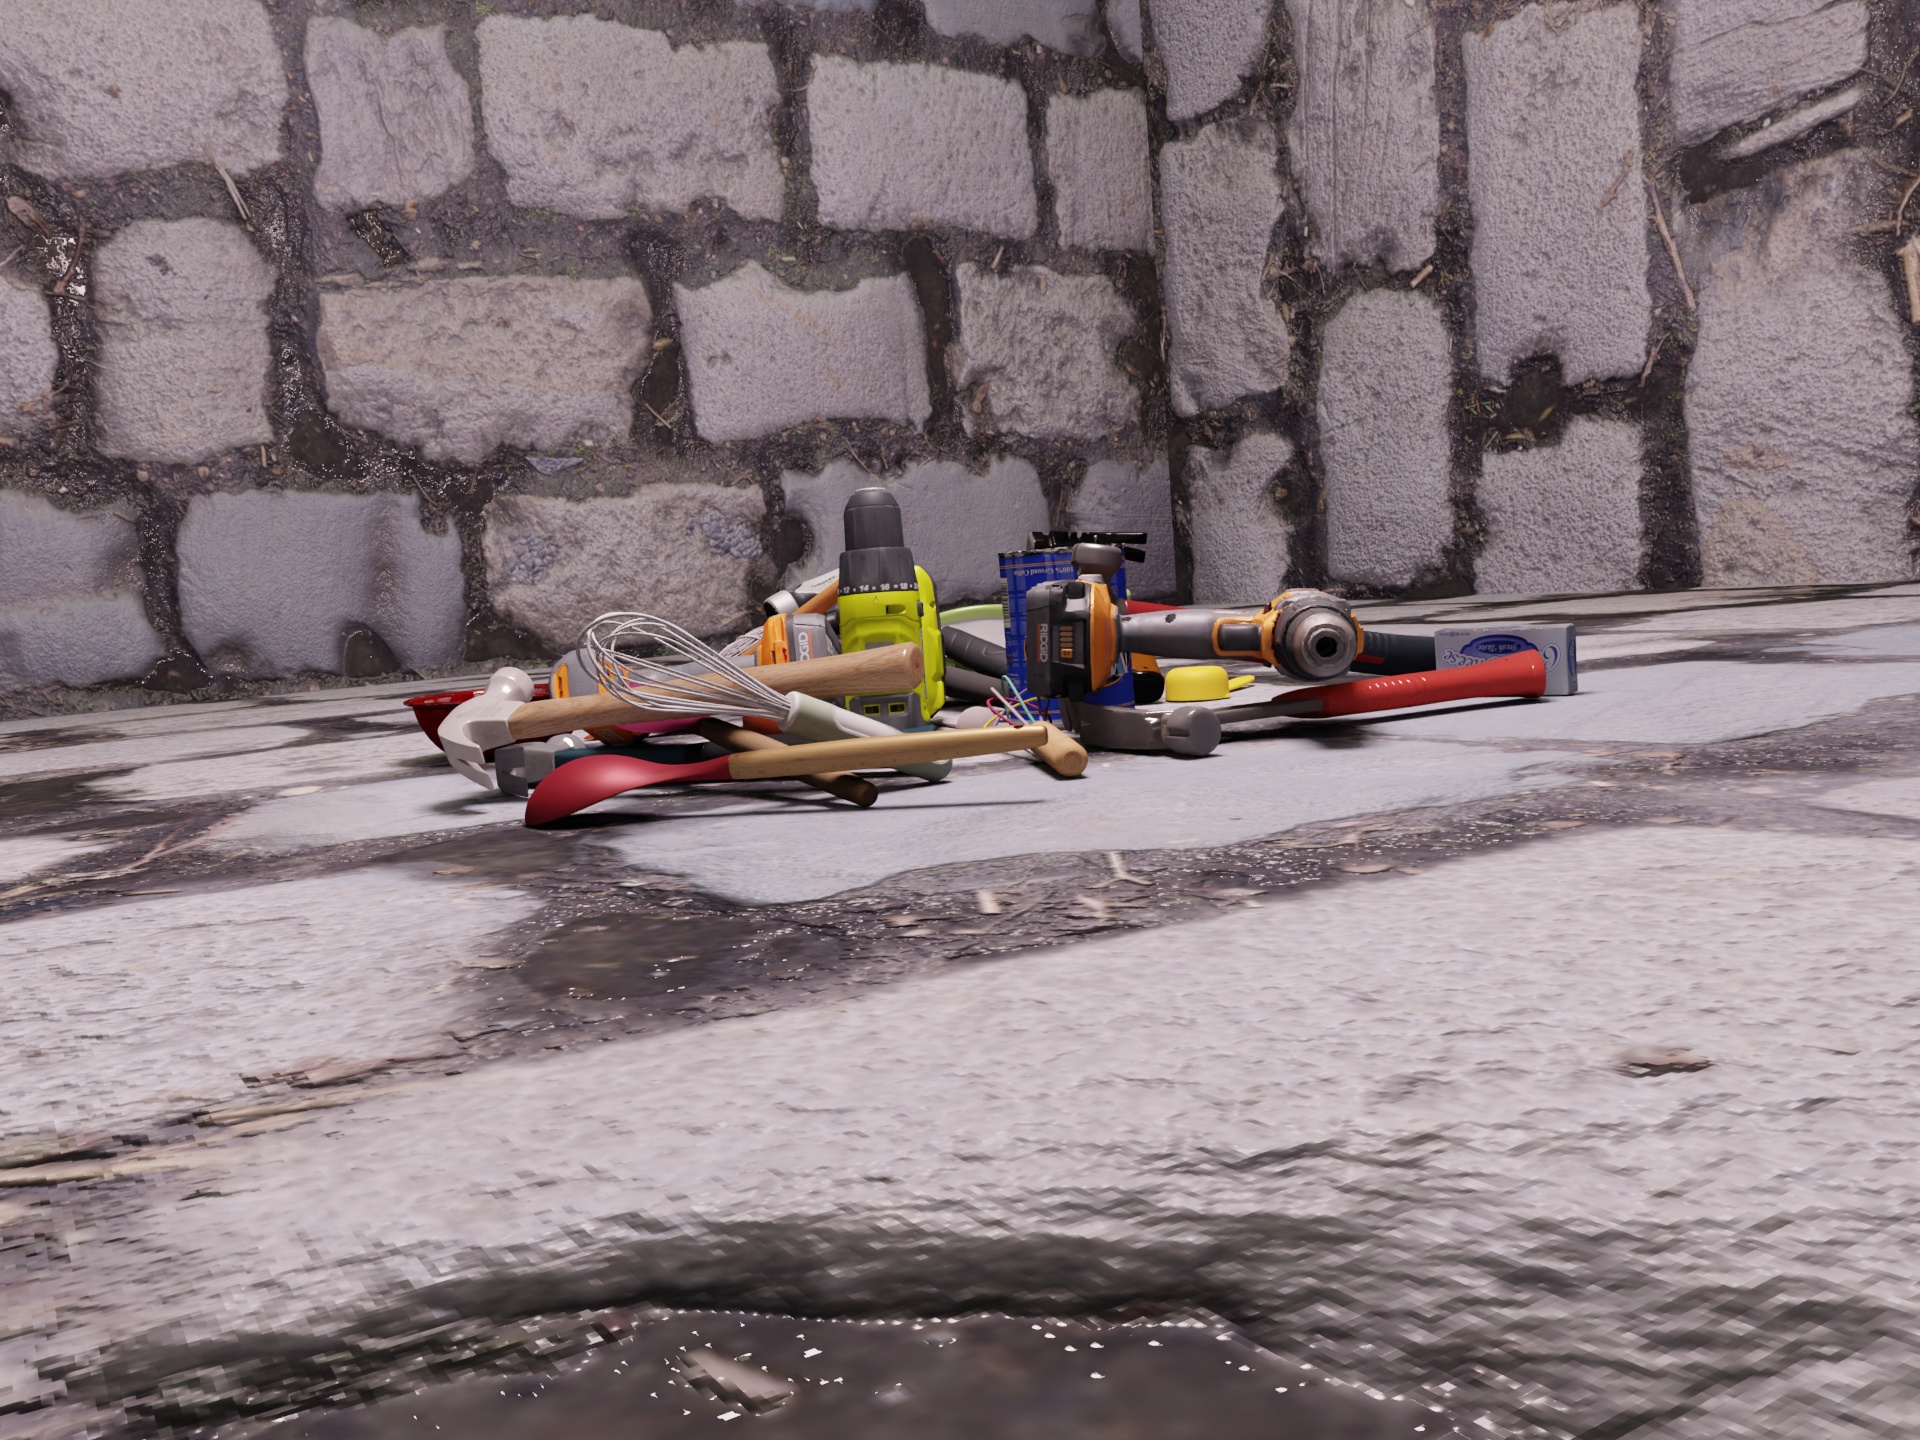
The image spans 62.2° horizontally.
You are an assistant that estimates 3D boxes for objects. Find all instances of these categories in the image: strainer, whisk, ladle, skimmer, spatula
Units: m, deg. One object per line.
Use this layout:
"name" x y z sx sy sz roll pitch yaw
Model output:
"strainer" 0.064 -0.072 1.579 0.256 0.069 0.152 -18 25 -27
"whisk" -0.107 -0.009 0.926 0.246 0.058 0.059 20 -52 -30
"ladle" -0.105 0.025 0.906 0.315 0.031 0.069 -6 20 13
"skimmer" -0.086 -0.023 1.439 0.363 0.090 0.127 13 28 35
"whisk" 0.053 0.005 1.066 0.047 0.051 0.245 1 8 -8
"spatula" -0.206 -0.051 1.418 0.322 0.041 0.081 -35 -11 28

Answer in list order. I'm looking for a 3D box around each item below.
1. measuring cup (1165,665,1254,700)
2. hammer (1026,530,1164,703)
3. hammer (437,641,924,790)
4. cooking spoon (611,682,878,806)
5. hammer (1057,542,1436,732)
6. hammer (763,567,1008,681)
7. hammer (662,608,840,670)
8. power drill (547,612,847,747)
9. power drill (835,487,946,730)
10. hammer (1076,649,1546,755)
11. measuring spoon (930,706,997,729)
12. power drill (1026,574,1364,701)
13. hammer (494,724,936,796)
"measuring cup" 0.234 -0.040 1.447 0.062 0.029 0.156 -1 8 31
"hammer" 0.151 -0.107 1.531 0.127 0.034 0.337 0 29 -7
"hammer" -0.184 -0.013 1.019 0.331 0.031 0.130 -7 26 17
"cooking spoon" -0.147 0.010 1.012 0.068 0.017 0.319 -20 24 -33
"hammer" 0.261 -0.045 1.254 0.386 0.143 0.038 6 3 -17
"hammer" -0.023 -0.082 1.491 0.149 0.036 0.409 -30 34 -25
"hammer" -0.221 -0.076 1.706 0.334 0.035 0.146 -20 -1 -17
"power drill" -0.212 -0.025 1.338 0.226 0.084 0.164 -8 -13 2
"power drill" -0.056 -0.073 1.230 0.080 0.190 0.228 -4 1 1
"hammer" 0.266 -0.015 1.132 0.359 0.036 0.149 -7 6 -25
"measuring spoon" -0.002 -0.004 1.323 0.034 0.018 0.124 -7 5 -19
"power drill" 0.159 -0.056 1.084 0.226 0.084 0.185 0 7 7
"hammer" -0.169 0.024 1.084 0.331 0.033 0.128 -3 5 18
